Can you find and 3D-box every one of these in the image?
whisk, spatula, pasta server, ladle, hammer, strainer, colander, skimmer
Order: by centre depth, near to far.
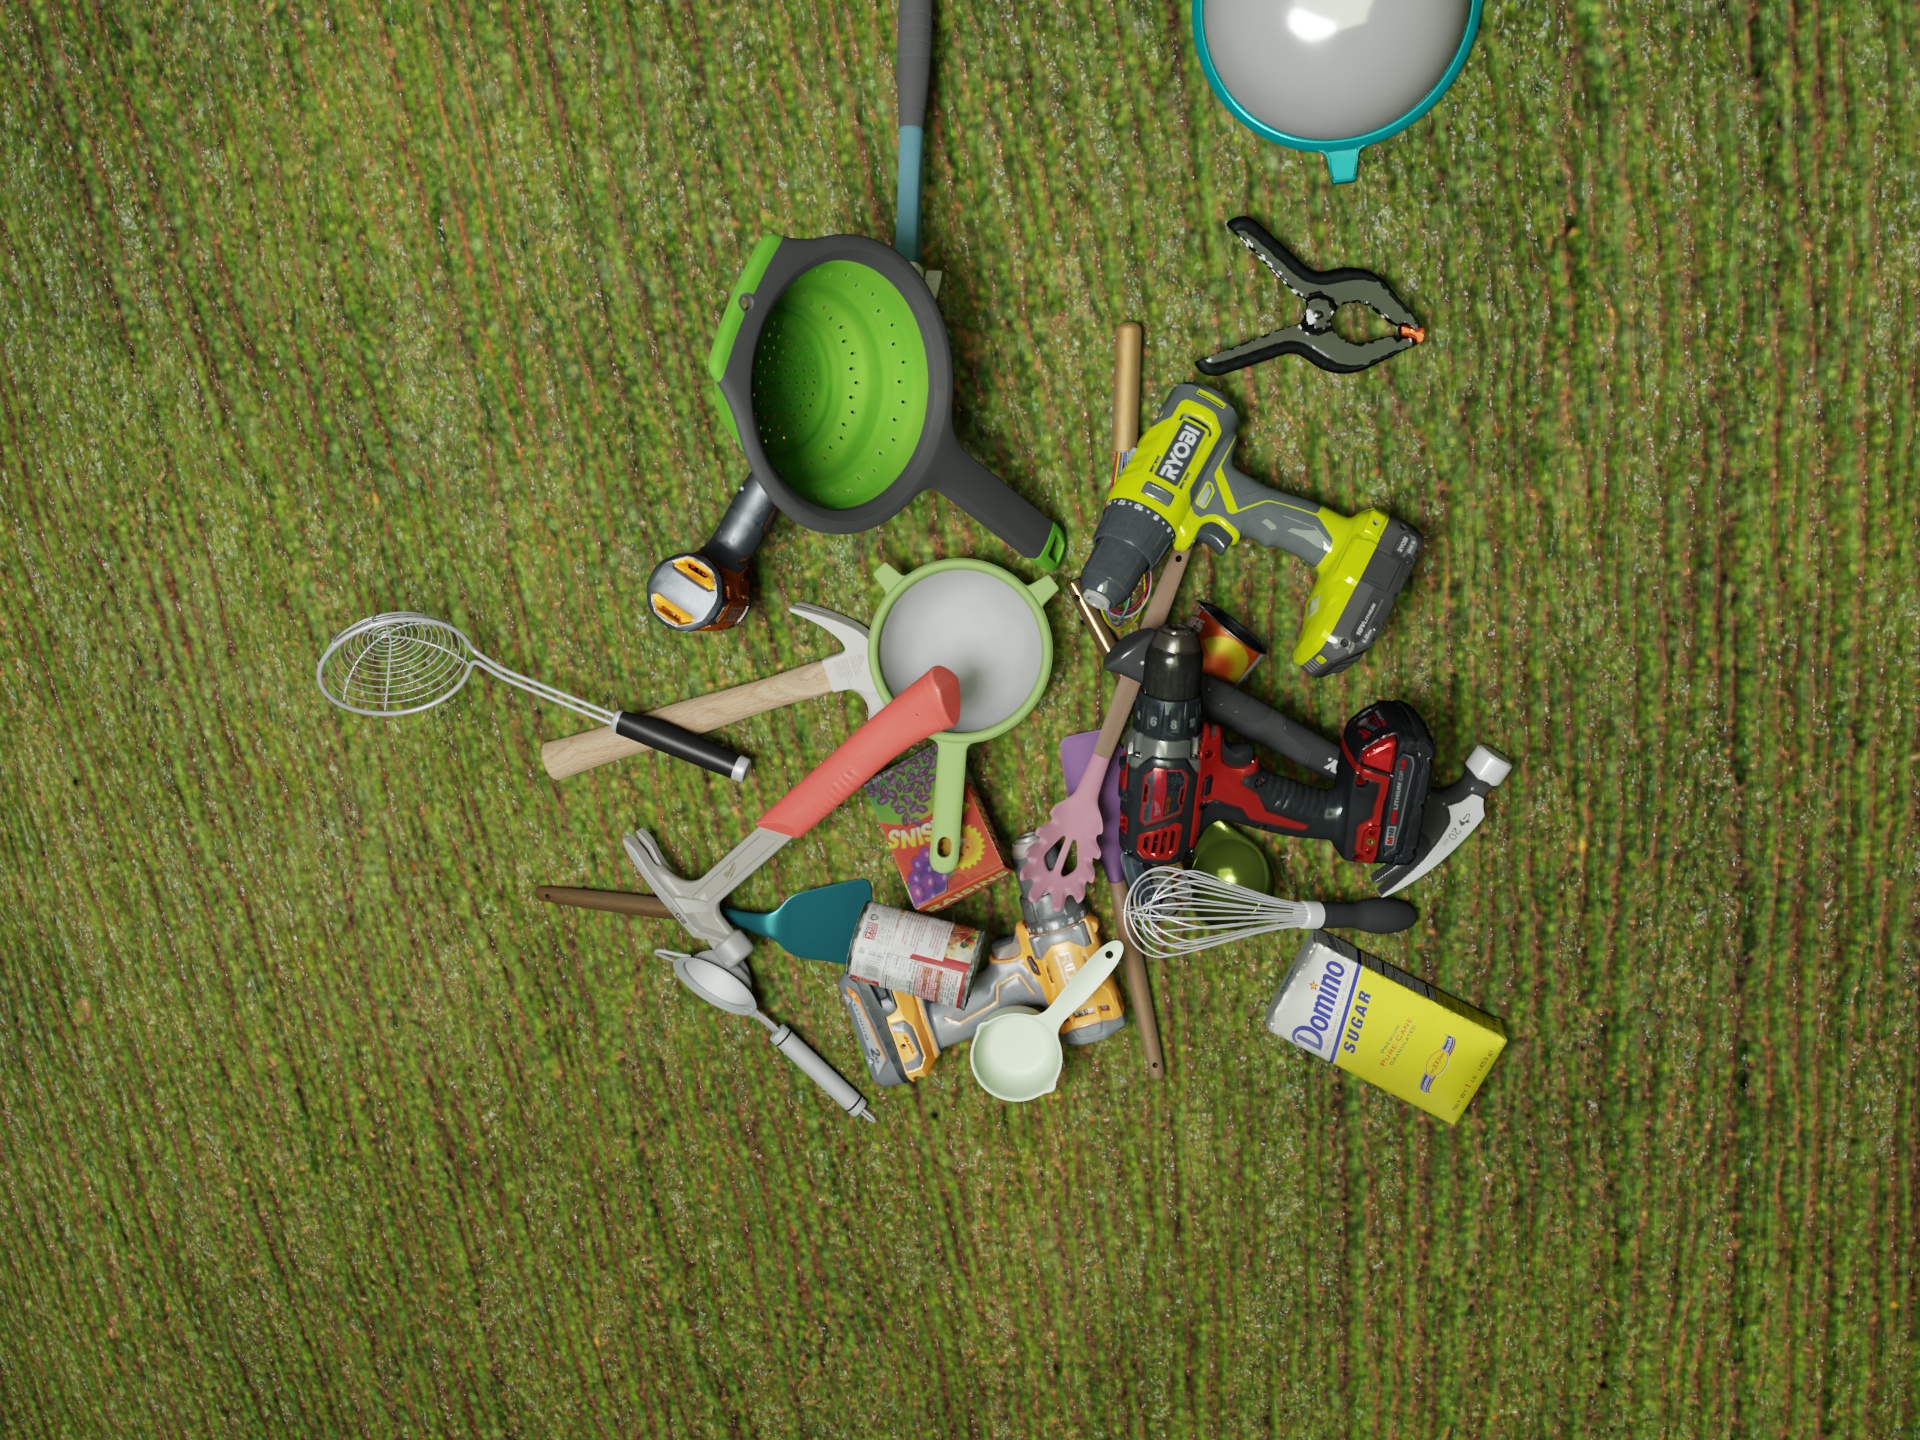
[{"bbox_3d":[0.222,-0.564,1.141,0.340,0.095,0.211,40,107,-1],"label":"strainer"},{"bbox_3d":[-0.059,-0.210,1.191,0.094,0.396,0.204,14,79,42],"label":"colander"},{"bbox_3d":[-0.037,-0.465,1.215,0.033,0.128,0.331,3,95,9],"label":"hammer"},{"bbox_3d":[0.261,0.021,1.260,0.334,0.035,0.146,26,110,-13],"label":"hammer"},{"bbox_3d":[0.251,0.155,1.266,0.284,0.070,0.070,5,107,-26],"label":"whisk"},{"bbox_3d":[0.133,-0.194,1.280,0.047,0.051,0.245,-1,100,-10],"label":"whisk"},{"bbox_3d":[0.124,0.005,1.290,0.060,0.040,0.316,21,101,4],"label":"pasta server"},{"bbox_3d":[0.165,0.028,1.315,0.078,0.062,0.320,-27,94,32],"label":"ladle"},{"bbox_3d":[-0.002,-0.004,1.317,0.151,0.069,0.256,5,92,5],"label":"strainer"},{"bbox_3d":[-0.134,0.063,1.320,0.359,0.037,0.149,-41,87,30],"label":"hammer"},{"bbox_3d":[-0.362,0.000,1.361,0.363,0.090,0.127,21,140,3],"label":"skimmer"},{"bbox_3d":[0.142,0.161,1.369,0.060,0.018,0.316,-11,100,5],"label":"spatula"},{"bbox_3d":[-0.219,-0.010,1.392,0.331,0.031,0.130,-16,100,14],"label":"hammer"},{"bbox_3d":[-0.237,0.172,1.445,0.317,0.044,0.082,5,105,15],"label":"spatula"},{"bbox_3d":[-0.169,0.279,1.447,0.258,0.050,0.087,45,145,-8],"label":"strainer"}]

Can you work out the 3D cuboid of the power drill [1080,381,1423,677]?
[{"bbox_3d":[0.218,-0.130,1.223,0.228,0.080,0.190,29,75,1],"label":"power drill"}]

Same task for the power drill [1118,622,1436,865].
[{"bbox_3d":[0.234,0.022,1.202,0.226,0.080,0.187,3,112,0],"label":"power drill"}]

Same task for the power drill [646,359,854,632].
[{"bbox_3d":[-0.161,-0.171,1.291,0.084,0.164,0.226,34,95,2],"label":"power drill"}]

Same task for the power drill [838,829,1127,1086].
[{"bbox_3d":[0.013,0.208,1.376,0.226,0.084,0.185,-18,97,11],"label":"power drill"}]

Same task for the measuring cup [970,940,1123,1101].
[{"bbox_3d":[0.077,0.242,1.322,0.083,0.038,0.167,41,96,-3],"label":"measuring cup"}]
